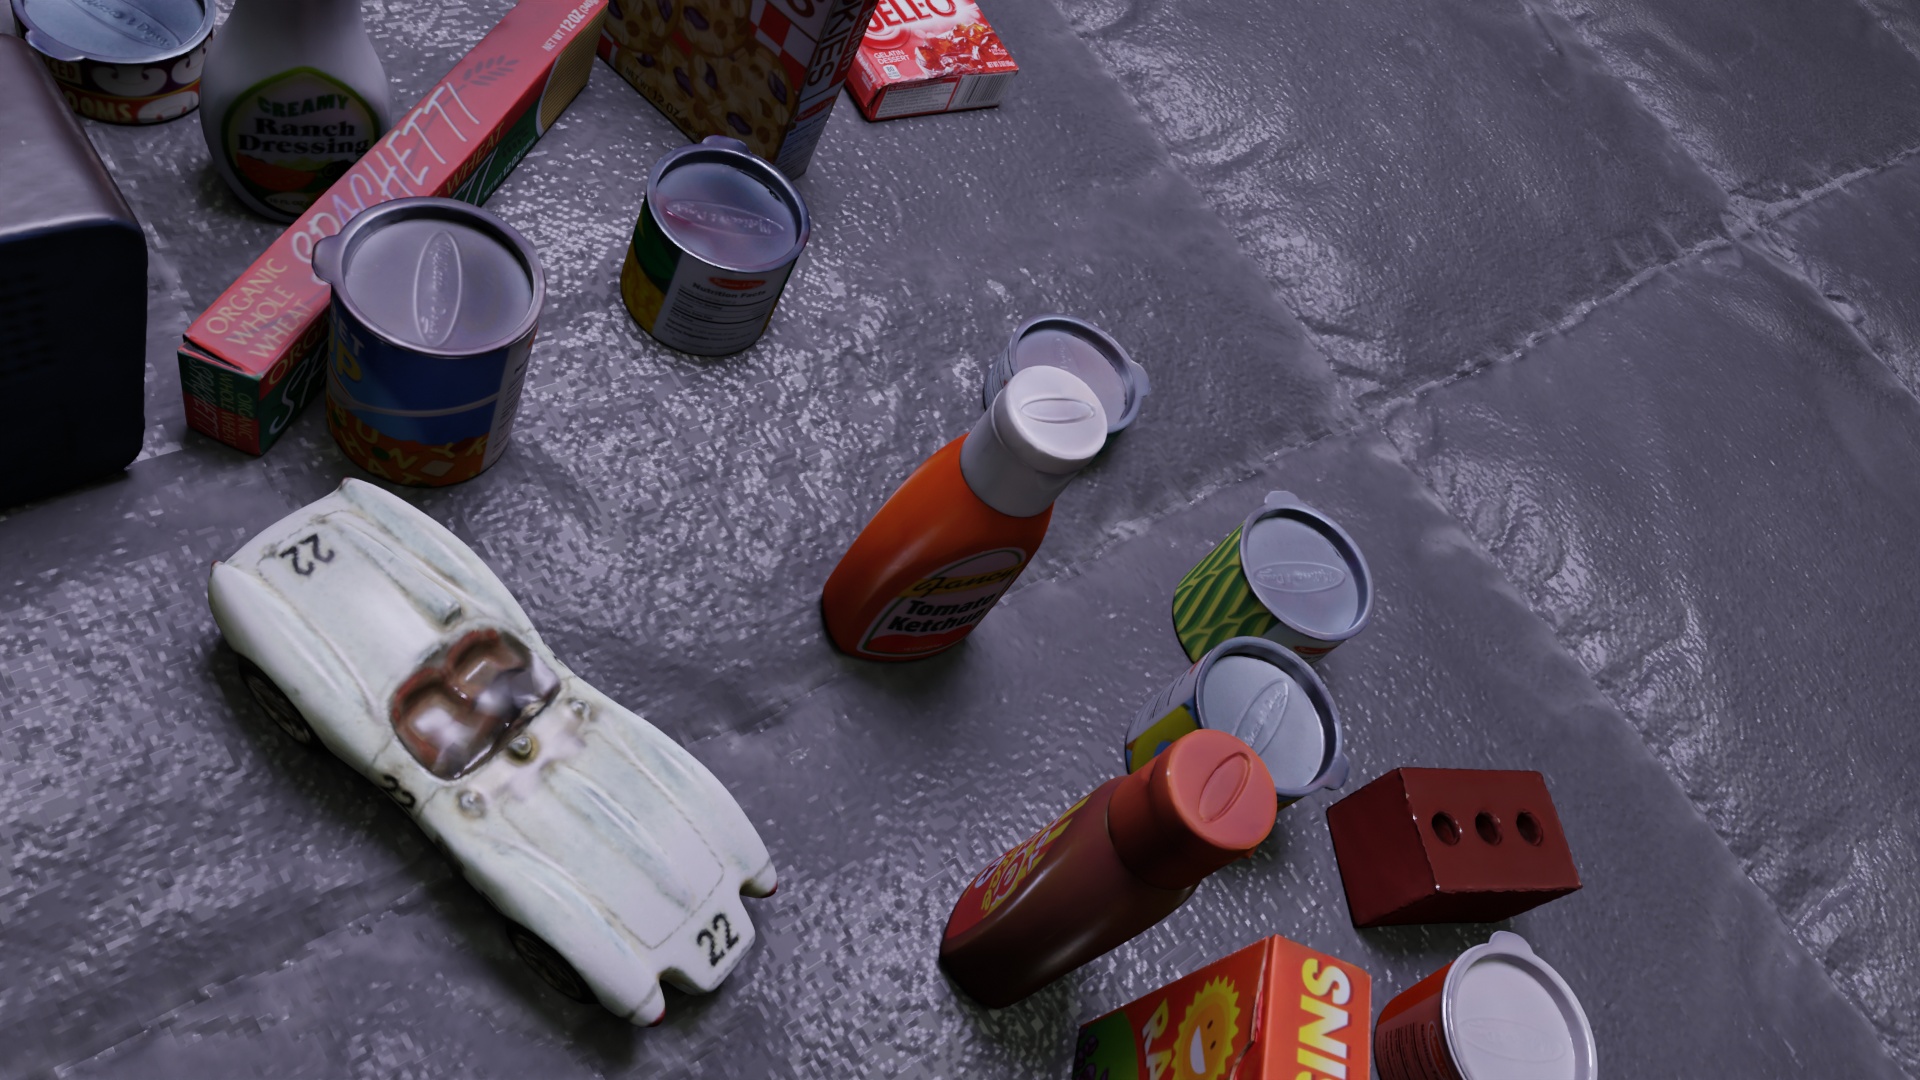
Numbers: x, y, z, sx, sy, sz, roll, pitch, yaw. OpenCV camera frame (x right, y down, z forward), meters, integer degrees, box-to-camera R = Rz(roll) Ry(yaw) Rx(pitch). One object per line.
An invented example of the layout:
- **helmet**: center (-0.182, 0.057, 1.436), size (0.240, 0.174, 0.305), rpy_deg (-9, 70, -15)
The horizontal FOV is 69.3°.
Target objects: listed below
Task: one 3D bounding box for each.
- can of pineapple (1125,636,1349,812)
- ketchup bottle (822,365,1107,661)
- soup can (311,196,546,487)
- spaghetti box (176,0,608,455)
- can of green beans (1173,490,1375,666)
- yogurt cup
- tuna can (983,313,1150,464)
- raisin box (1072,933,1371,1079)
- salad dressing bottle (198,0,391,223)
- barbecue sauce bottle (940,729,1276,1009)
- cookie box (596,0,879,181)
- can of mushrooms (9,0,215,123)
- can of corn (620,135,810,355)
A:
- **can of pineapple**: center (0.108, 0.081, 0.550), size (0.071, 0.057, 0.071), rpy_deg (13, 56, -19)
- **ketchup bottle**: center (0.002, -0.006, 0.495), size (0.065, 0.148, 0.044), rpy_deg (-5, 63, -29)
- **soup can**: center (-0.187, -0.067, 0.481), size (0.071, 0.083, 0.071), rpy_deg (13, 56, -19)
- **spaghetti box**: center (-0.208, -0.135, 0.535), size (0.029, 0.050, 0.251), rpy_deg (29, 52, -8)
- **can of green beans**: center (0.134, 0.025, 0.598), size (0.071, 0.057, 0.071), rpy_deg (13, 56, -19)
- **yogurt cup**: center (0.195, 0.193, 0.526), size (0.072, 0.053, 0.073), rpy_deg (13, 56, -19)
- **tuna can**: center (0.048, -0.067, 0.630), size (0.071, 0.032, 0.071), rpy_deg (13, 56, -19)
- **raisin box**: center (0.074, 0.182, 0.428), size (0.040, 0.122, 0.086), rpy_deg (24, 53, -12)
- **salad dressing bottle**: center (-0.232, -0.175, 0.486), size (0.064, 0.147, 0.044), rpy_deg (-6, 64, -29)
- **barbecue sauce bottle**: center (0.046, 0.105, 0.447), size (0.044, 0.147, 0.065), rpy_deg (44, 52, 4)
- **cookie box**: center (-0.096, -0.246, 0.585), size (0.123, 0.166, 0.040), rpy_deg (43, 52, 4)
- **can of mushrooms**: center (-0.320, -0.192, 0.525), size (0.071, 0.033, 0.071), rpy_deg (13, 56, -19)
- **can of corn**: center (-0.102, -0.121, 0.573), size (0.071, 0.058, 0.071), rpy_deg (13, 56, -19)
